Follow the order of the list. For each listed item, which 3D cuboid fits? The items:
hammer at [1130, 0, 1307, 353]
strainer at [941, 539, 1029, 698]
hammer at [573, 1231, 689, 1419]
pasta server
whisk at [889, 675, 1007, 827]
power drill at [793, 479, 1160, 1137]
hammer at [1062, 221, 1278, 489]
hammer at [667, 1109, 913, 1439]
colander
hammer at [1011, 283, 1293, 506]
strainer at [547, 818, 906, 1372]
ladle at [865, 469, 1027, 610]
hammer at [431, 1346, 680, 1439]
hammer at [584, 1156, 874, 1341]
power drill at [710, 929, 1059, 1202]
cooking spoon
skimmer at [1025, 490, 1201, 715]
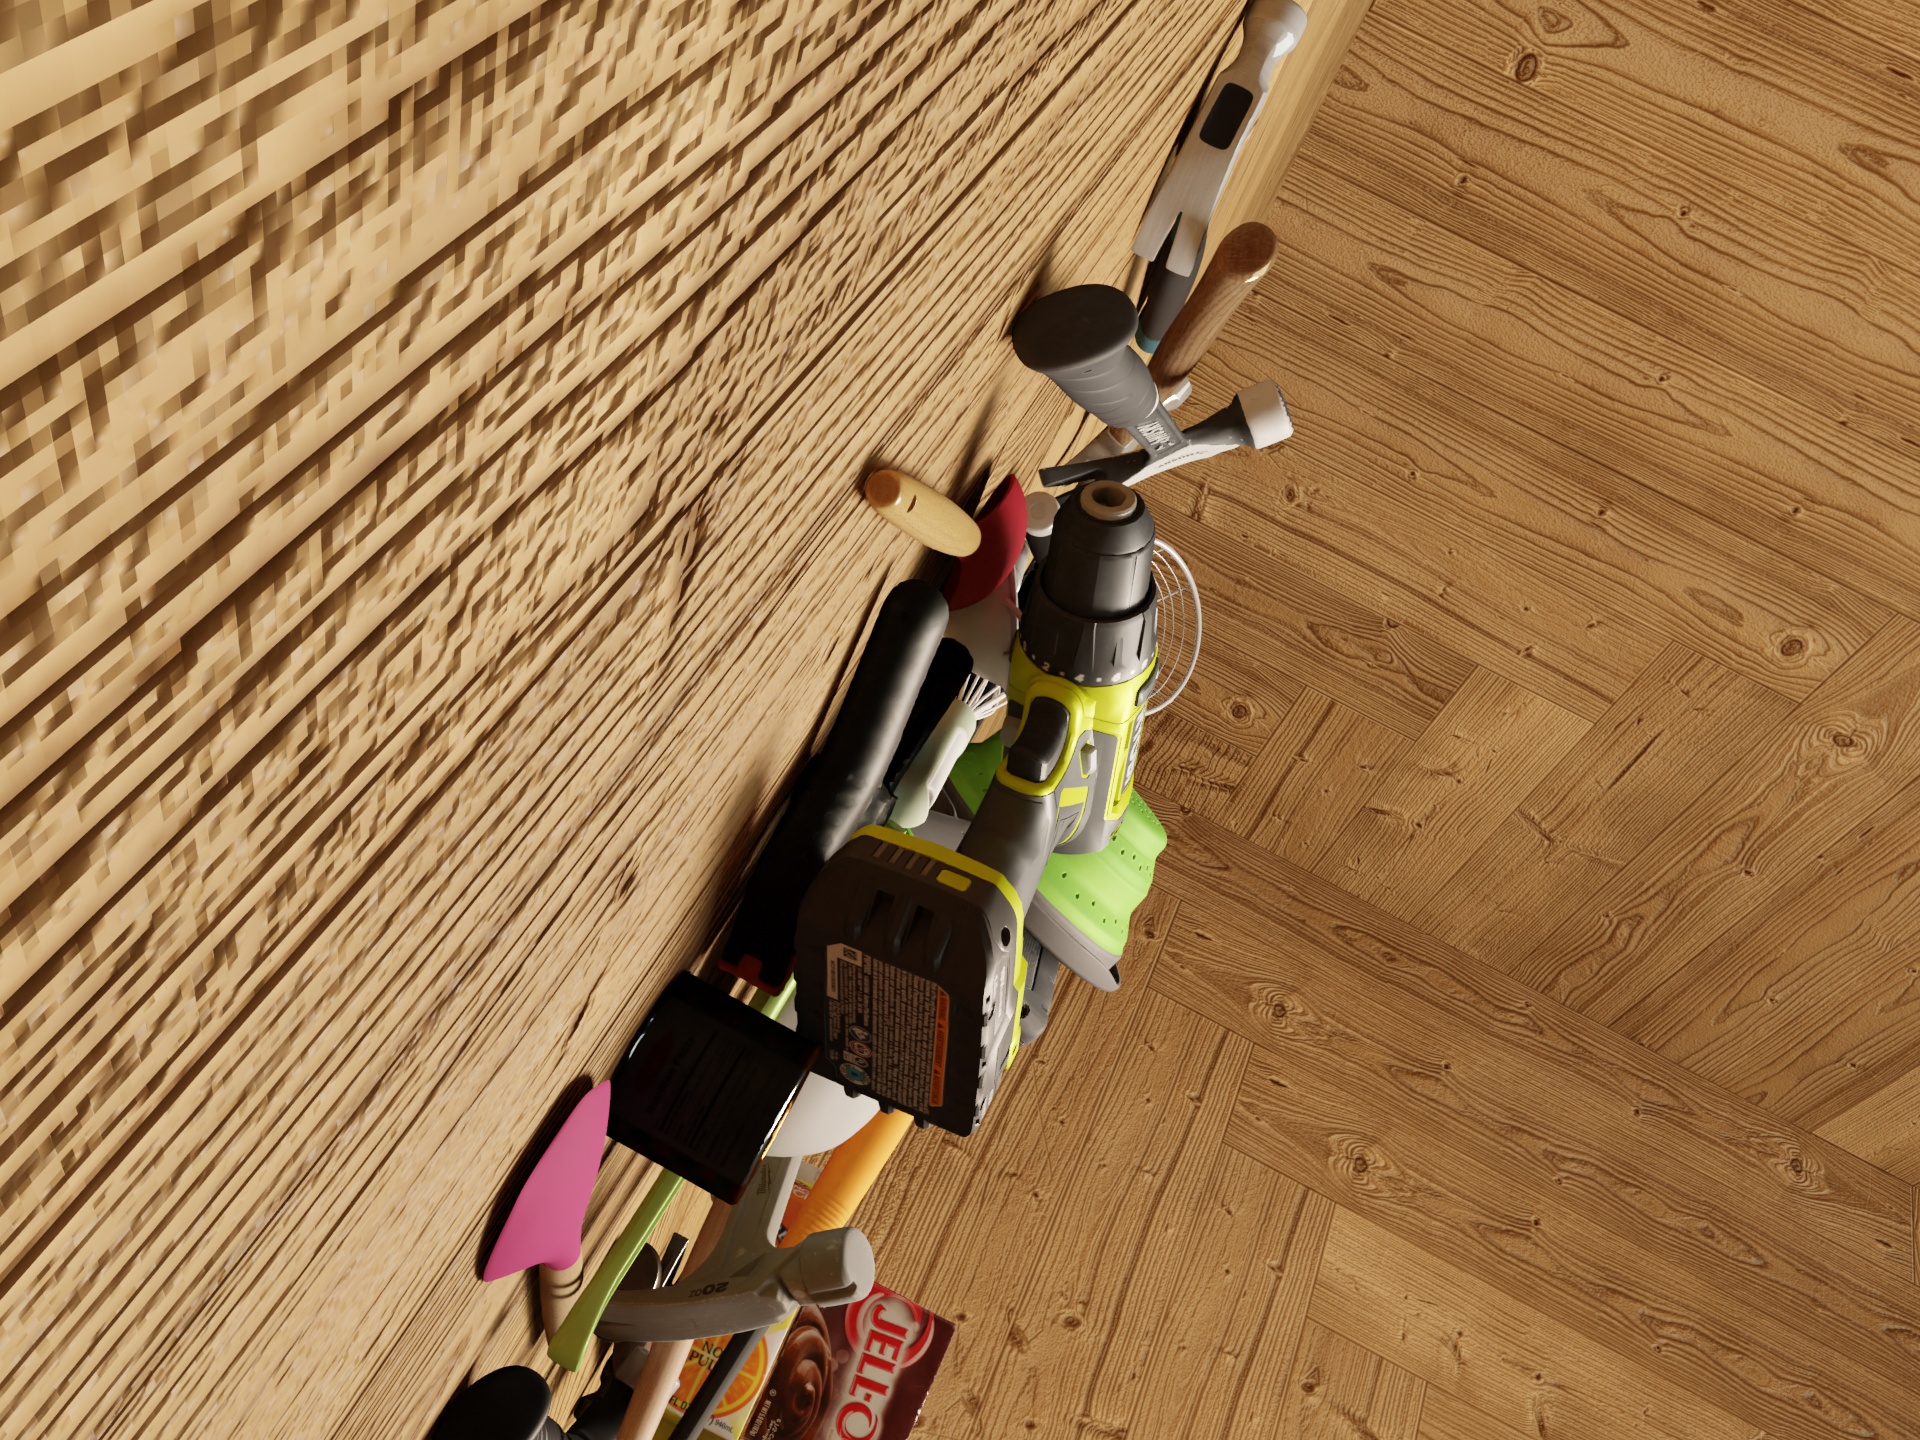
[{"bbox_3d":[0.134,-0.285,0.933,0.128,0.033,0.331,-63,177,-3],"label":"hammer"},{"bbox_3d":[0.020,-0.071,0.844,0.258,0.050,0.087,-71,162,-73],"label":"strainer"},{"bbox_3d":[-0.202,0.372,1.017,0.146,0.038,0.410,-62,177,-28],"label":"hammer"},{"bbox_3d":[-0.126,0.246,0.818,0.316,0.040,0.060,-70,-175,-61],"label":"pasta server"},{"bbox_3d":[-0.001,-0.003,0.839,0.246,0.059,0.057,-61,160,-65],"label":"whisk"},{"bbox_3d":[0.020,0.030,0.640,0.190,0.080,0.229,94,21,-46],"label":"power drill"},{"bbox_3d":[0.124,-0.212,0.957,0.130,0.031,0.331,-48,180,-10],"label":"hammer"},{"bbox_3d":[-0.071,0.252,0.800,0.337,0.034,0.127,-55,-176,-33],"label":"hammer"},{"bbox_3d":[0.039,0.053,0.932,0.094,0.205,0.397,-42,162,8],"label":"colander"},{"bbox_3d":[0.079,-0.149,0.763,0.149,0.036,0.409,-20,178,14],"label":"hammer"},{"bbox_3d":[-0.077,0.171,0.675,0.256,0.069,0.151,-57,175,-43],"label":"strainer"},{"bbox_3d":[-0.003,-0.073,0.601,0.069,0.031,0.315,-63,175,6],"label":"ladle"},{"bbox_3d":[-0.192,0.331,0.705,0.146,0.035,0.334,-47,167,-25],"label":"hammer"},{"bbox_3d":[-0.081,0.161,0.841,0.149,0.036,0.359,-16,-150,22],"label":"hammer"},{"bbox_3d":[-0.055,0.203,0.982,0.226,0.080,0.188,-35,-169,19],"label":"power drill"},{"bbox_3d":[-0.151,0.207,0.603,0.069,0.017,0.318,-59,175,-33],"label":"cooking spoon"},{"bbox_3d":[0.099,-0.081,0.983,0.363,0.090,0.127,34,69,-78],"label":"skimmer"}]
